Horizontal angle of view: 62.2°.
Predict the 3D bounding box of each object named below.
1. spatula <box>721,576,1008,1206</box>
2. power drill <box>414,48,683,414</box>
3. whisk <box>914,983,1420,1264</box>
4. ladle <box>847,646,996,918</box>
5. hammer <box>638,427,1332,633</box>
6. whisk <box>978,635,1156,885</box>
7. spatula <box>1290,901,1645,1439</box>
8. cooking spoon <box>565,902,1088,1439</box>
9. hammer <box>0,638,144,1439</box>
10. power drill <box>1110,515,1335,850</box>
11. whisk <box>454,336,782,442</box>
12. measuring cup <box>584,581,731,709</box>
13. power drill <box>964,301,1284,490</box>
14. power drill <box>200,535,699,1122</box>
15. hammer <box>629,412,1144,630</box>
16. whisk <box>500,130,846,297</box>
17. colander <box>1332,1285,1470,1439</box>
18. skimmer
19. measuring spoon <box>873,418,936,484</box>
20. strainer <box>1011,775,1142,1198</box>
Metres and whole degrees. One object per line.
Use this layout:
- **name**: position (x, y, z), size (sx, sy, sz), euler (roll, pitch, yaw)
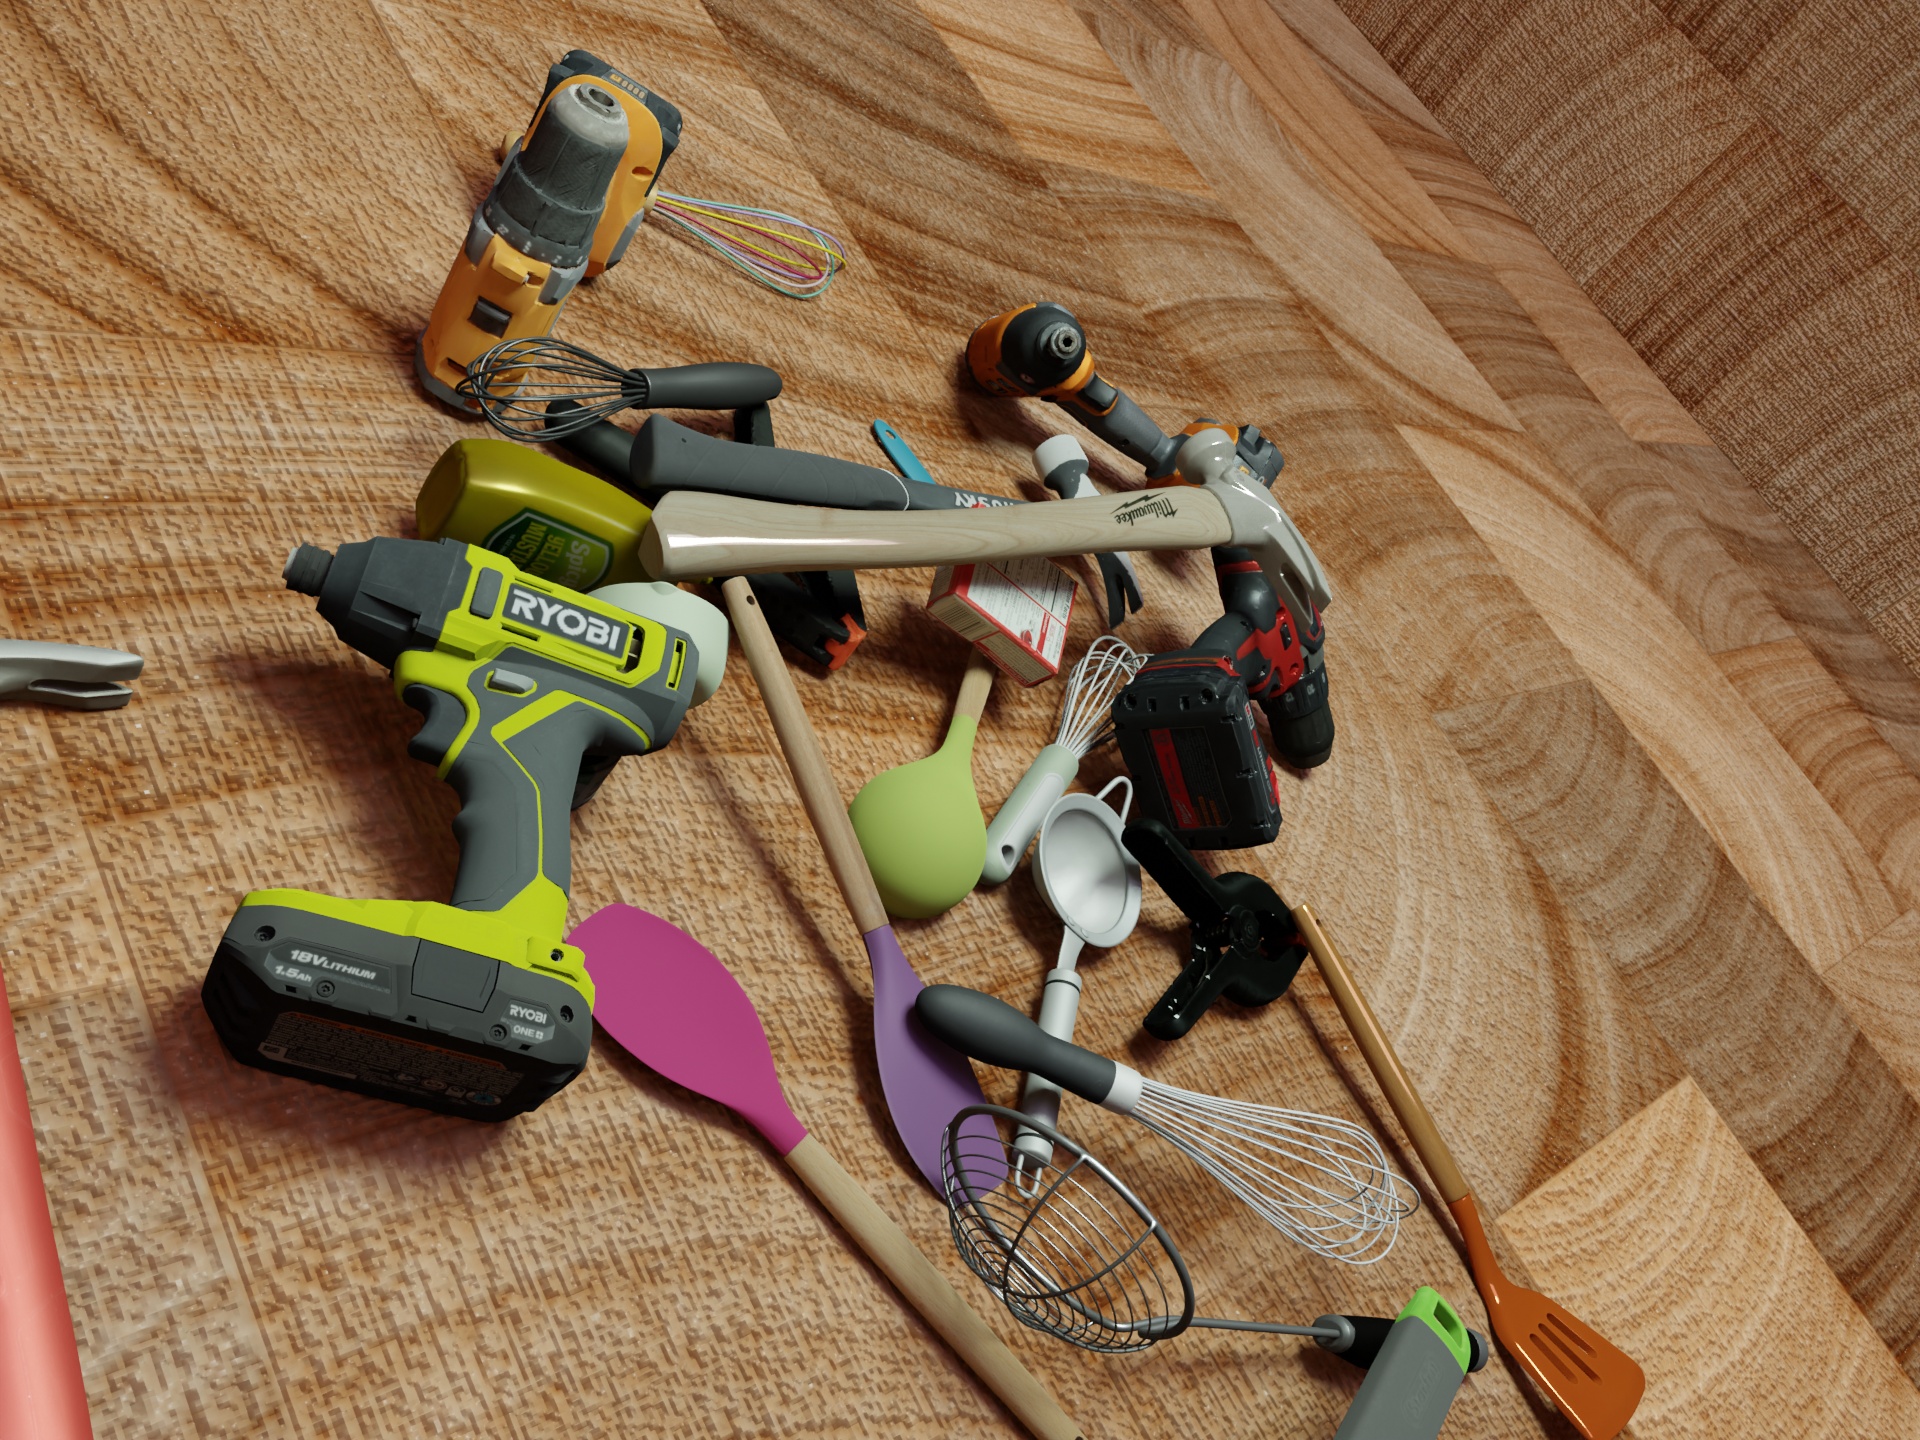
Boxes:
- **spatula**: position (-0.052, 0.076, 0.754), size (0.059, 0.018, 0.316), euler (-13, 78, -49)
- **power drill**: position (-0.218, -0.293, 0.878), size (0.084, 0.185, 0.226), euler (28, 36, -17)
- **whisk**: position (0.103, 0.189, 0.768), size (0.284, 0.070, 0.070), euler (27, 40, -16)
- **ladle**: position (-0.001, -0.003, 0.921), size (0.078, 0.062, 0.320), euler (37, 30, -12)
- **hammer**: position (0.025, -0.097, 0.879), size (0.410, 0.038, 0.146), euler (-7, 55, -32)
- **whisk**: position (0.063, 0.020, 0.945), size (0.057, 0.059, 0.246), euler (63, 36, -20)
- **spatula**: position (0.279, 0.247, 0.907), size (0.081, 0.041, 0.323), euler (-14, 72, -48)
- **cooking spoon**: position (-0.054, 0.202, 0.682), size (0.319, 0.017, 0.069), euler (46, 38, 5)
- **hammer**: position (-0.310, 0.122, 0.511), size (0.149, 0.036, 0.359), euler (-2, 56, -44)
- **power drill**: position (0.186, -0.007, 1.024), size (0.227, 0.080, 0.187), euler (-53, 131, -48)
- **whisk**: position (-0.176, -0.184, 0.874), size (0.055, 0.055, 0.239), euler (53, 33, 12)
- **measuring cup**: position (-0.194, -0.038, 0.760), size (0.167, 0.083, 0.038), euler (8, 62, -16)
- **power drill**: position (0.118, -0.220, 1.147), size (0.226, 0.084, 0.164), euler (32, 1, -16)
- **power drill**: position (-0.205, 0.030, 0.633), size (0.171, 0.080, 0.223), euler (20, 50, -22)
- **hammer**: position (-0.029, -0.132, 0.965), size (0.408, 0.036, 0.149), euler (0, 58, -49)
- **whisk**: position (-0.189, -0.343, 1.076), size (0.244, 0.051, 0.047), euler (13, 26, -29)
- **colander**: position (0.109, 0.356, 0.621), size (0.204, 0.094, 0.397), euler (51, 35, 9)
- **skimmer**: position (0.142, 0.254, 0.749), size (0.363, 0.127, 0.090), euler (21, 73, -36)
- **measuring spoon**: position (-0.014, -0.158, 1.063), size (0.129, 0.021, 0.042), euler (52, 38, 8)
- **strainer**: position (0.052, 0.132, 0.831), size (0.086, 0.050, 0.259), euler (44, 40, -26)
